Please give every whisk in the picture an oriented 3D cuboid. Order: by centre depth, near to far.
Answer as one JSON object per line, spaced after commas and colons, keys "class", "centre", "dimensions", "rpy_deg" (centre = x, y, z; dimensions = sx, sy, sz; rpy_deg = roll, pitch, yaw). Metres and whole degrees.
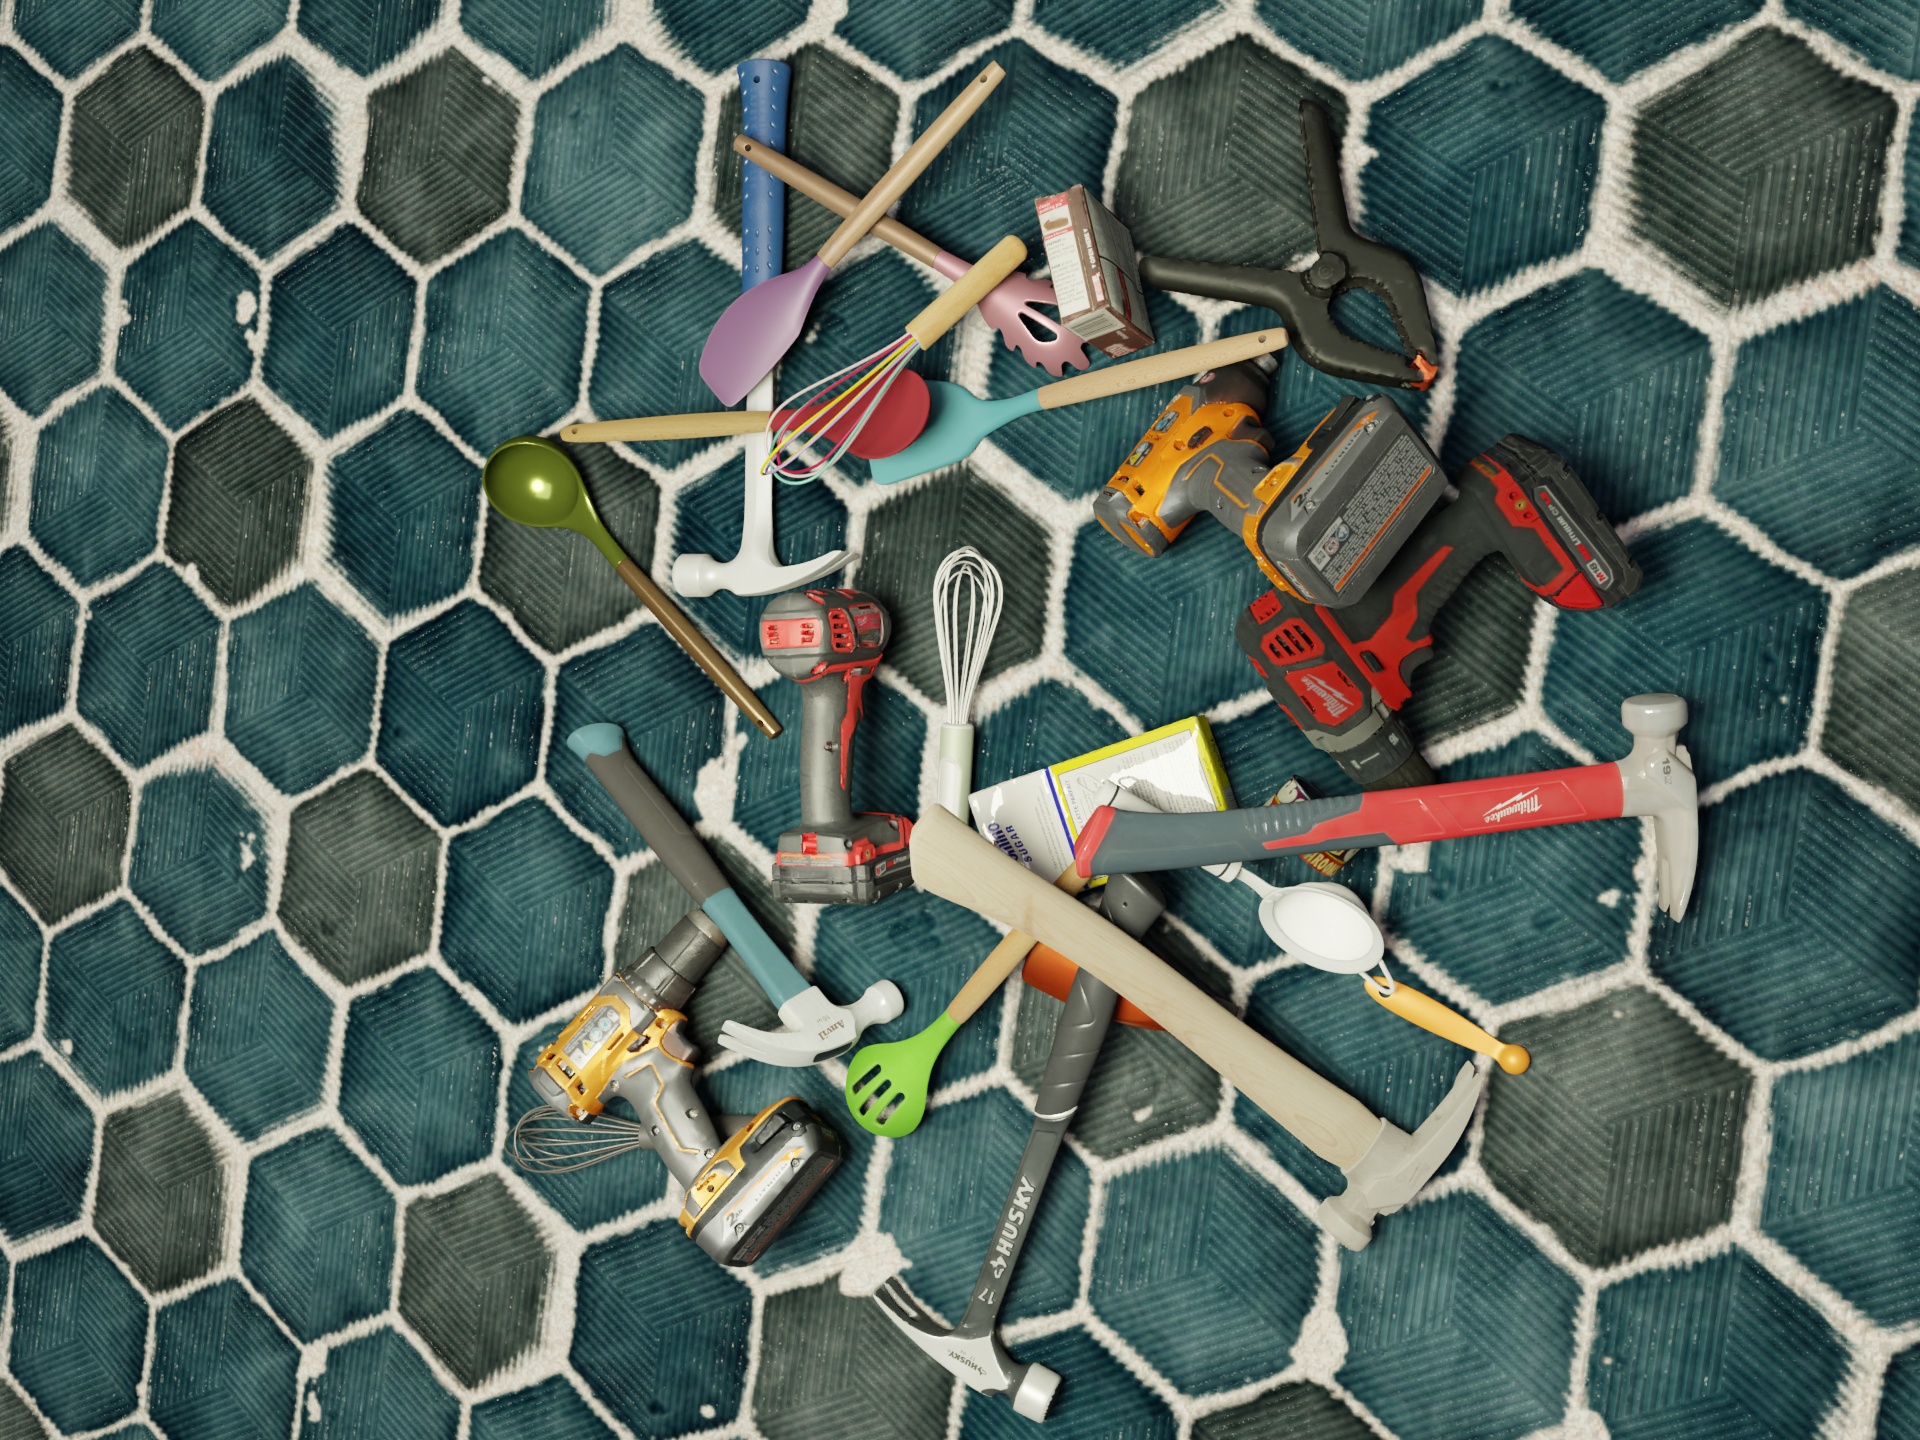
{"class": "whisk", "centre": [-0.047, -0.252, 1.112], "dimensions": [0.245, 0.047, 0.051], "rpy_deg": [-42, 60, 0]}
{"class": "whisk", "centre": [-0.002, -0.004, 1.159], "dimensions": [0.058, 0.059, 0.246], "rpy_deg": [7, 96, 31]}
{"class": "whisk", "centre": [-0.246, 0.324, 1.239], "dimensions": [0.239, 0.055, 0.055], "rpy_deg": [-6, 88, 15]}

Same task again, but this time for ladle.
{"class": "ladle", "centre": [-0.164, -0.221, 1.187], "dimensions": [0.315, 0.031, 0.069], "rpy_deg": [1, 78, 21]}
{"class": "ladle", "centre": [-0.254, -0.101, 1.240], "dimensions": [0.320, 0.062, 0.078], "rpy_deg": [47, 121, 10]}

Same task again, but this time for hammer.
{"class": "hammer", "centre": [0.266, 0.077, 1.008], "dimensions": [0.386, 0.038, 0.143], "rpy_deg": [-7, 101, 3]}
{"class": "hammer", "centre": [0.145, 0.178, 1.041], "dimensions": [0.410, 0.038, 0.146], "rpy_deg": [36, 98, -5]}
{"class": "hammer", "centre": [0.056, 0.287, 1.114], "dimensions": [0.149, 0.036, 0.409], "rpy_deg": [22, 104, 18]}
{"class": "hammer", "centre": [-0.191, 0.124, 1.203], "dimensions": [0.331, 0.128, 0.033], "rpy_deg": [48, 142, 20]}
{"class": "hammer", "centre": [-0.147, -0.298, 1.215], "dimensions": [0.144, 0.035, 0.405], "rpy_deg": [1, 90, 19]}

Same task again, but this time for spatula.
{"class": "spatula", "centre": [0.075, -0.232, 1.117], "dimensions": [0.317, 0.044, 0.082], "rpy_deg": [-8, 83, 32]}
{"class": "spatula", "centre": [-0.083, -0.353, 1.152], "dimensions": [0.316, 0.018, 0.060], "rpy_deg": [-42, 79, 21]}

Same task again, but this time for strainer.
{"class": "strainer", "centre": [0.187, 0.100, 1.061], "dimensions": [0.258, 0.087, 0.050], "rpy_deg": [31, 55, -7]}

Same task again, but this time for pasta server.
{"class": "pasta server", "centre": [-0.036, -0.349, 1.165], "dimensions": [0.316, 0.040, 0.060], "rpy_deg": [33, 100, 12]}

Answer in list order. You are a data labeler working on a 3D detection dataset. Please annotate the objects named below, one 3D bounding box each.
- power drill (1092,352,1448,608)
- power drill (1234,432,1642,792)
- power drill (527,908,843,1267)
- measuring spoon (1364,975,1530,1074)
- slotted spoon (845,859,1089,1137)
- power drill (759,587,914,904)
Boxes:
{"class": "power drill", "centre": [0.198, -0.167, 1.022], "dimensions": [0.164, 0.084, 0.227], "rpy_deg": [-52, 32, -4]}
{"class": "power drill", "centre": [0.314, -0.053, 1.021], "dimensions": [0.226, 0.080, 0.187], "rpy_deg": [-37, 105, 13]}
{"class": "power drill", "centre": [-0.190, 0.266, 1.185], "dimensions": [0.226, 0.084, 0.185], "rpy_deg": [38, 82, 24]}
{"class": "measuring spoon", "centre": [0.324, 0.203, 1.064], "dimensions": [0.117, 0.011, 0.021], "rpy_deg": [27, 98, 17]}
{"class": "slotted spoon", "centre": [0.010, 0.191, 1.129], "dimensions": [0.070, 0.031, 0.313], "rpy_deg": [46, 114, 17]}
{"class": "power drill", "centre": [-0.083, 0.014, 1.143], "dimensions": [0.078, 0.143, 0.219], "rpy_deg": [-2, 95, 23]}
